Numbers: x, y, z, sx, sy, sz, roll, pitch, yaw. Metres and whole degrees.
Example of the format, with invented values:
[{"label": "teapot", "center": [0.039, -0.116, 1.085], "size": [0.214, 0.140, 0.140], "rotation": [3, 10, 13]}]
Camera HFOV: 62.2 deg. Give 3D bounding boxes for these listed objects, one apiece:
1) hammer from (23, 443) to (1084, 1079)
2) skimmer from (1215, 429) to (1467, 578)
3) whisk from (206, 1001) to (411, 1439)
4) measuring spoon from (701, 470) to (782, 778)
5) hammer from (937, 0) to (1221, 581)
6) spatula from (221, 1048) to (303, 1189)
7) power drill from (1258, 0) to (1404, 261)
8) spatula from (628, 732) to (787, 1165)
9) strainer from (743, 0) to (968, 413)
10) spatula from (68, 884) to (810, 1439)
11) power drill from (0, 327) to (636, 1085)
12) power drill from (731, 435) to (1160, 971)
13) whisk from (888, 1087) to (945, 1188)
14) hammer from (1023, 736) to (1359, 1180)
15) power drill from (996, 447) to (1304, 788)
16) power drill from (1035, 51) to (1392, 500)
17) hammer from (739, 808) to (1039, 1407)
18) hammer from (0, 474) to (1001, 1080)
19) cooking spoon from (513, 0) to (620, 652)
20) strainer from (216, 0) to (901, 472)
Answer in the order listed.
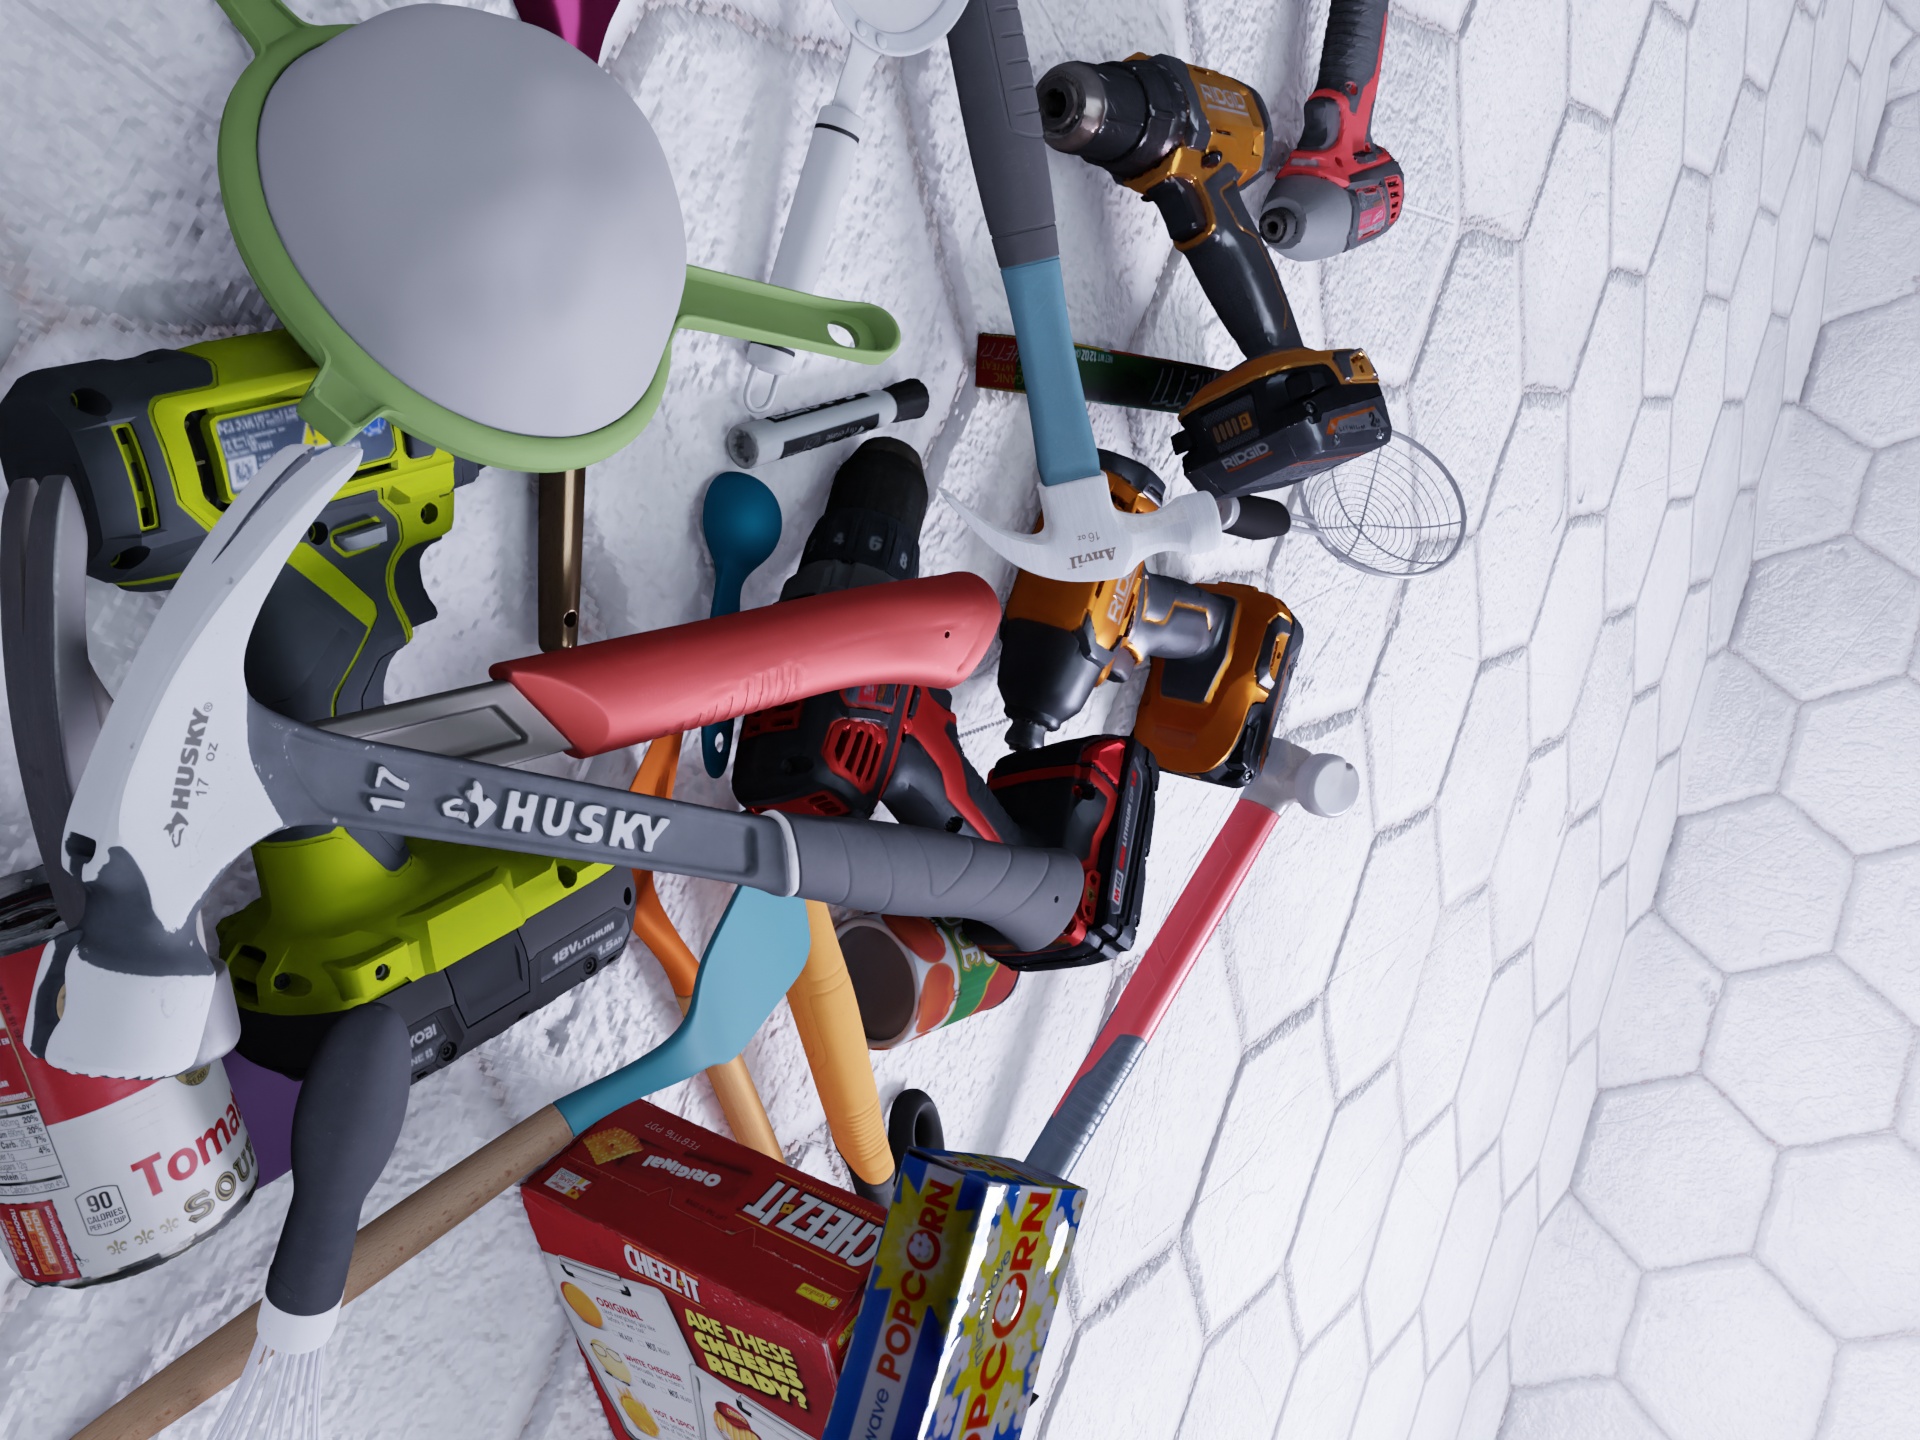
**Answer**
[{"label": "hammer", "center": [-0.072, 0.035, 0.511], "size": [0.408, 0.036, 0.149], "rotation": [17, 84, -55]}, {"label": "skimmer", "center": [0.235, -0.143, 0.993], "size": [0.090, 0.127, 0.363], "rotation": [-42, 166, 23]}, {"label": "whisk", "center": [-0.210, 0.208, 0.492], "size": [0.070, 0.070, 0.284], "rotation": [-8, 124, -54]}, {"label": "measuring spoon", "center": [-0.089, -0.040, 0.651], "size": [0.042, 0.021, 0.129], "rotation": [20, 72, -61]}, {"label": "hammer", "center": [0.030, -0.222, 0.719], "size": [0.033, 0.128, 0.330], "rotation": [-113, -170, -71]}, {"label": "spatula", "center": [-0.300, 0.159, 0.445], "size": [0.316, 0.018, 0.059], "rotation": [-27, 112, -49]}, {"label": "power drill", "center": [0.223, -0.390, 0.956], "size": [0.143, 0.079, 0.219], "rotation": [-33, 130, -44]}, {"label": "spatula", "center": [-0.103, 0.133, 0.697], "size": [0.081, 0.041, 0.322], "rotation": [-75, 157, -50]}, {"label": "strainer", "center": [-0.049, -0.250, 0.646], "size": [0.086, 0.050, 0.258], "rotation": [12, 97, -50]}, {"label": "spatula", "center": [-0.171, 0.155, 0.576], "size": [0.317, 0.044, 0.082], "rotation": [-33, 138, -26]}, {"label": "power drill", "center": [-0.180, -0.013, 0.507], "size": [0.171, 0.080, 0.223], "rotation": [-30, 120, -48]}, {"label": "power drill", "center": [-0.001, -0.002, 0.726], "size": [0.226, 0.080, 0.188], "rotation": [40, 50, -39]}, {"label": "whisk", "center": [-0.013, 0.339, 0.888], "size": [0.073, 0.073, 0.295], "rotation": [-24, 114, -49]}, {"label": "hammer", "center": [0.099, 0.178, 0.972], "size": [0.038, 0.143, 0.386], "rotation": [36, 81, -24]}, {"label": "power drill", "center": [0.103, -0.035, 0.902], "size": [0.226, 0.084, 0.164], "rotation": [29, 78, -50]}, {"label": "power drill", "center": [0.124, -0.230, 0.807], "size": [0.185, 0.084, 0.226], "rotation": [-18, 88, -53]}, {"label": "hammer", "center": [-0.046, 0.189, 0.747], "size": [0.034, 0.127, 0.336], "rotation": [-31, 120, -33]}, {"label": "hammer", "center": [-0.107, -0.019, 0.514], "size": [0.359, 0.037, 0.149], "rotation": [-19, 108, -50]}, {"label": "cooking spoon", "center": [-0.138, -0.181, 0.561], "size": [0.068, 0.017, 0.319], "rotation": [-11, 109, -52]}, {"label": "strainer", "center": [-0.097, -0.155, 0.511], "size": [0.256, 0.069, 0.151], "rotation": [-1, 70, -48]}]
